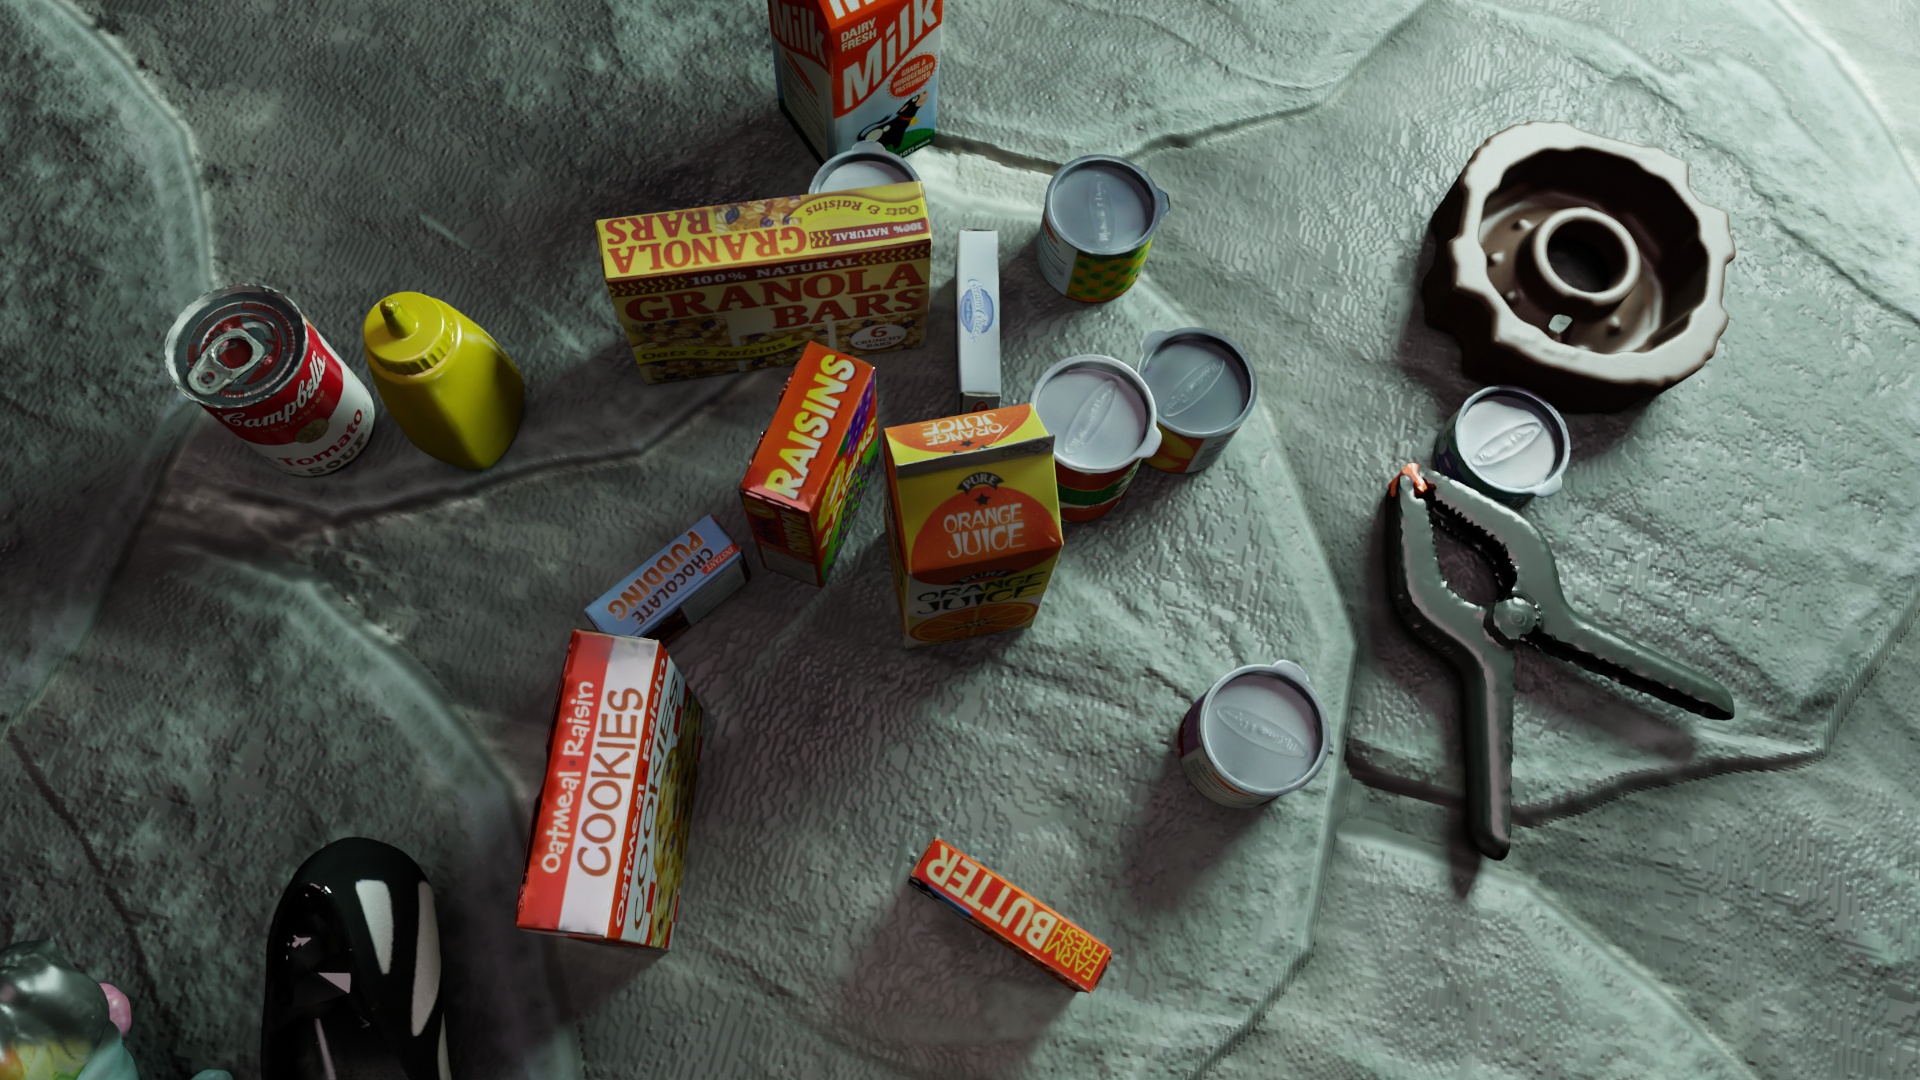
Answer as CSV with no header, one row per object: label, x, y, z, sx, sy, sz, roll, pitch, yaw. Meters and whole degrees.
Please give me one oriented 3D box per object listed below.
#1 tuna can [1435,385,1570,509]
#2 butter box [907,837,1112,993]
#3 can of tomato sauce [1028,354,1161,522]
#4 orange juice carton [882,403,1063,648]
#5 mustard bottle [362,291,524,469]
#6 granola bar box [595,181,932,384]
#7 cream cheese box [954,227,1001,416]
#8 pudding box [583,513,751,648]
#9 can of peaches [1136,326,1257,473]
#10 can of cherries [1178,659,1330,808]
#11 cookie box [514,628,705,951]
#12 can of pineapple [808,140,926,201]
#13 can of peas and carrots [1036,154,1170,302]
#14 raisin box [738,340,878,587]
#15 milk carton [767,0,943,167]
tuna can,0.309,-0.050,0.790,0.071,0.032,0.071,1,71,-3
butter box,0.023,0.185,0.685,0.103,0.053,0.024,31,73,7
can of tomato sauce,0.068,-0.052,0.752,0.071,0.083,0.071,1,72,-3
orange juice carton,0.002,-0.008,0.676,0.072,0.192,0.073,-10,73,-6
mustard bottle,-0.266,-0.088,0.706,0.049,0.159,0.065,19,72,4
granola bar box,-0.100,-0.136,0.750,0.166,0.124,0.039,-9,73,-6
cream cheese box,0.009,-0.119,0.787,0.024,0.053,0.104,0,71,-3
pudding box,-0.153,0.028,0.731,0.084,0.049,0.030,-40,78,-14
can of peaches,0.125,-0.079,0.777,0.071,0.058,0.071,1,72,-3
can of cherries,0.152,0.100,0.718,0.071,0.058,0.071,1,72,-3
cookie box,-0.155,0.121,0.637,0.040,0.167,0.123,6,72,-1
can of pineapple,-0.053,-0.184,0.803,0.071,0.057,0.071,1,72,-3
can of peas and carrots,0.082,-0.181,0.809,0.071,0.058,0.071,1,72,-3
raisin box,-0.075,-0.036,0.718,0.040,0.123,0.086,21,72,4
milk carton,-0.059,-0.286,0.768,0.072,0.190,0.073,-31,76,-12
